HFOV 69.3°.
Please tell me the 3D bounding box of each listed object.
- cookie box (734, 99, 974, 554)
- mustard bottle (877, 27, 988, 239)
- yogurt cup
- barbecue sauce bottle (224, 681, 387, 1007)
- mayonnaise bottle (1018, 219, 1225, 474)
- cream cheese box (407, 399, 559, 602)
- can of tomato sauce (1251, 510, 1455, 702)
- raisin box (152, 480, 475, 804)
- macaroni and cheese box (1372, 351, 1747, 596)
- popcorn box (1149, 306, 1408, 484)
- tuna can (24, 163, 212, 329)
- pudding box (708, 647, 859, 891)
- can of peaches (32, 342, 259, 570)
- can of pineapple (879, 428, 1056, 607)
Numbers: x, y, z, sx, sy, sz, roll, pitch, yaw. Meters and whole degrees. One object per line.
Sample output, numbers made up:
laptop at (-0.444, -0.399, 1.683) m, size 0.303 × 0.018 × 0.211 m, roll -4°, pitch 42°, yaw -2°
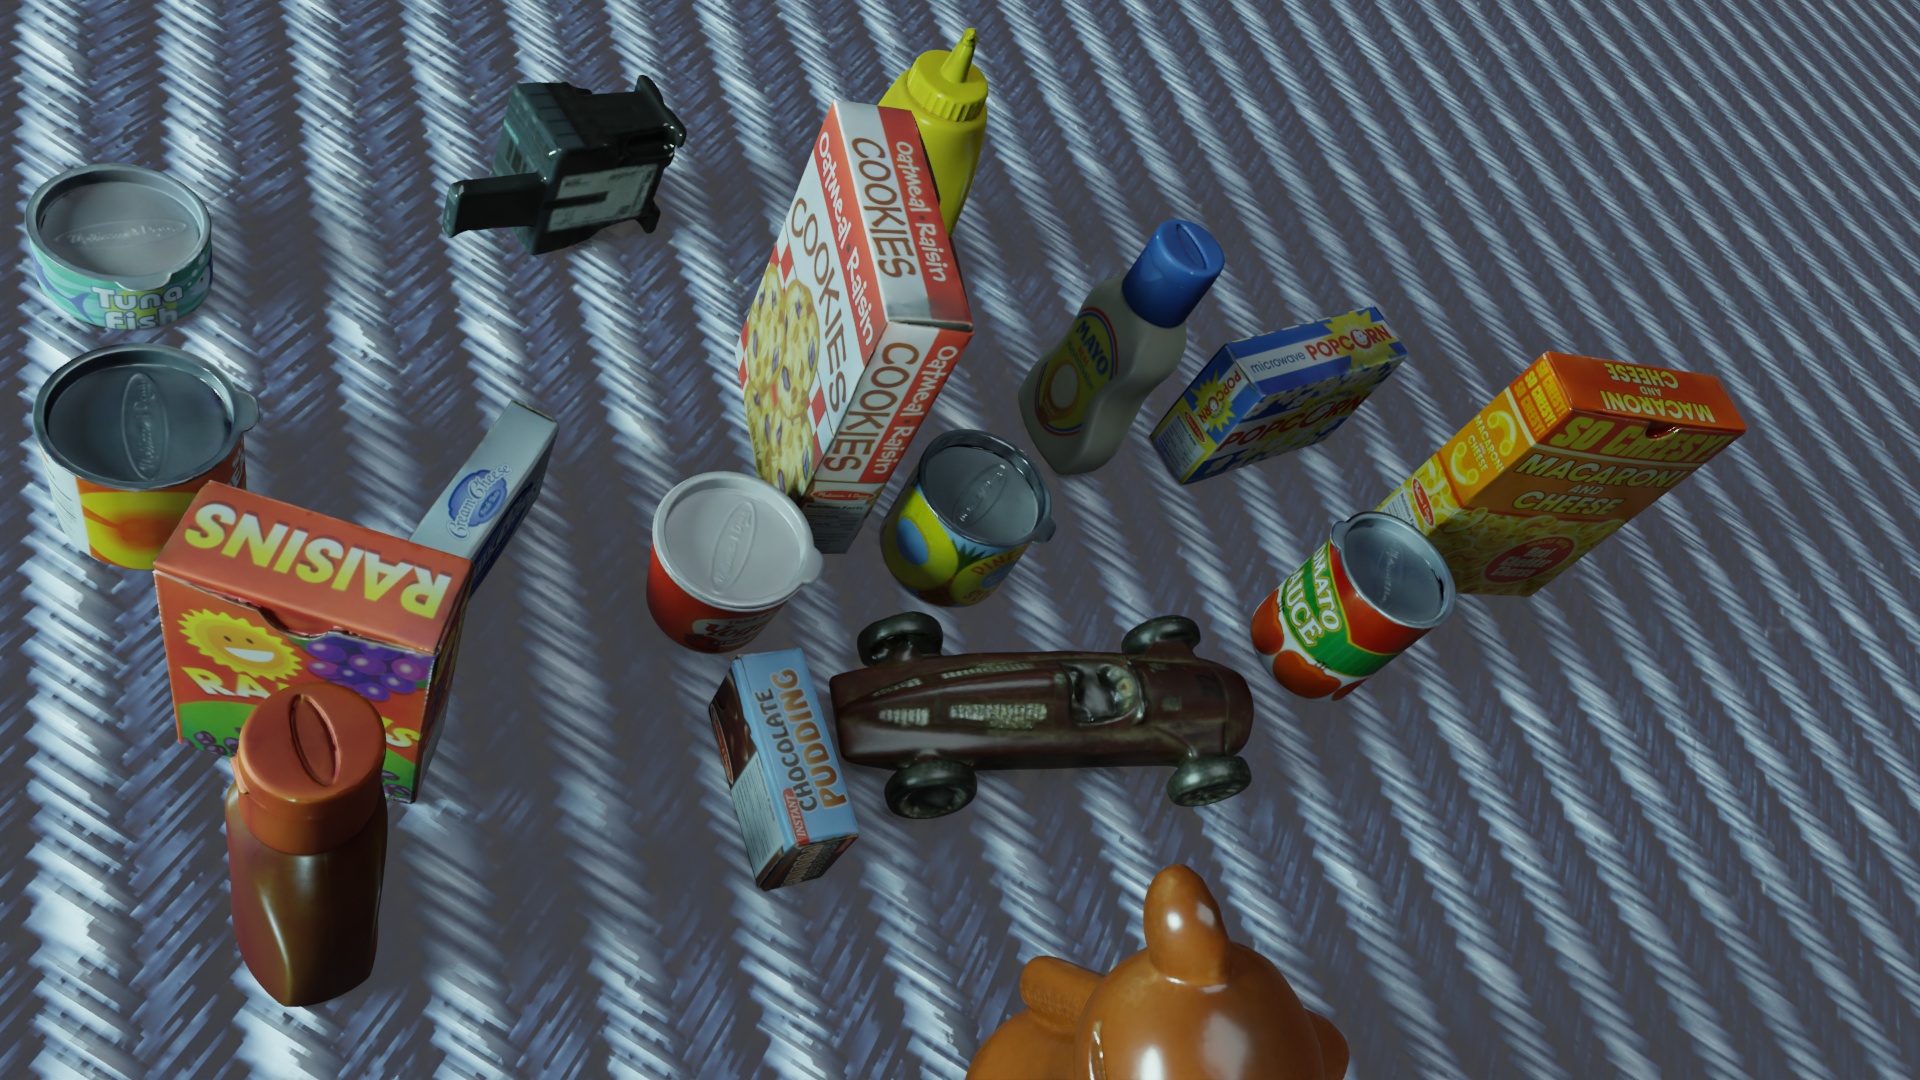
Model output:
cookie box at (-0.052, -0.089, 0.614) m, size 0.040 × 0.166 × 0.123 m, roll 1°, pitch 57°, yaw -25°
mustard bottle at (-0.020, -0.200, 0.714) m, size 0.065 × 0.159 × 0.049 m, roll 3°, pitch 56°, yaw -24°
yogurt cup at (-0.102, 0.012, 0.593) m, size 0.072 × 0.053 × 0.073 m, roll 13°, pitch 53°, yaw -17°
barbecue sauce bottle at (-0.200, 0.093, 0.426) m, size 0.044 × 0.147 × 0.065 m, roll -14°, pitch 65°, yaw -33°
mayonnaise bottle at (0.079, -0.097, 0.697) m, size 0.041 × 0.147 × 0.065 m, roll -9°, pitch 62°, yaw -31°
cream cheese box at (-0.198, -0.003, 0.558) m, size 0.024 × 0.053 × 0.104 m, roll 27°, pitch 50°, yaw -7°
can of tomato sauce at (0.195, 0.034, 0.702) m, size 0.071 × 0.082 × 0.071 m, roll 13°, pitch 53°, yaw -17°
raisin box at (-0.218, 0.040, 0.472) m, size 0.086 × 0.122 × 0.040 m, roll 20°, pitch 51°, yaw -12°
macaroni and cheese box at (0.311, -0.029, 0.748) m, size 0.124 × 0.165 × 0.040 m, roll 3°, pitch 56°, yaw -24°
popcorn box at (0.177, -0.081, 0.774) m, size 0.127 × 0.084 × 0.038 m, roll -18°, pitch 67°, yaw -34°
tuna can at (-0.350, -0.121, 0.582) m, size 0.071 × 0.032 × 0.071 m, roll 13°, pitch 53°, yaw -17°
pudding box at (-0.072, 0.090, 0.555) m, size 0.030 × 0.049 × 0.084 m, roll -6°, pitch 60°, yaw -29°
can of peaches at (-0.303, -0.031, 0.523) m, size 0.071 × 0.057 × 0.071 m, roll 13°, pitch 53°, yaw -17°
can of pineapple at (0.002, -0.008, 0.656) m, size 0.071 × 0.057 × 0.071 m, roll 13°, pitch 53°, yaw -17°
